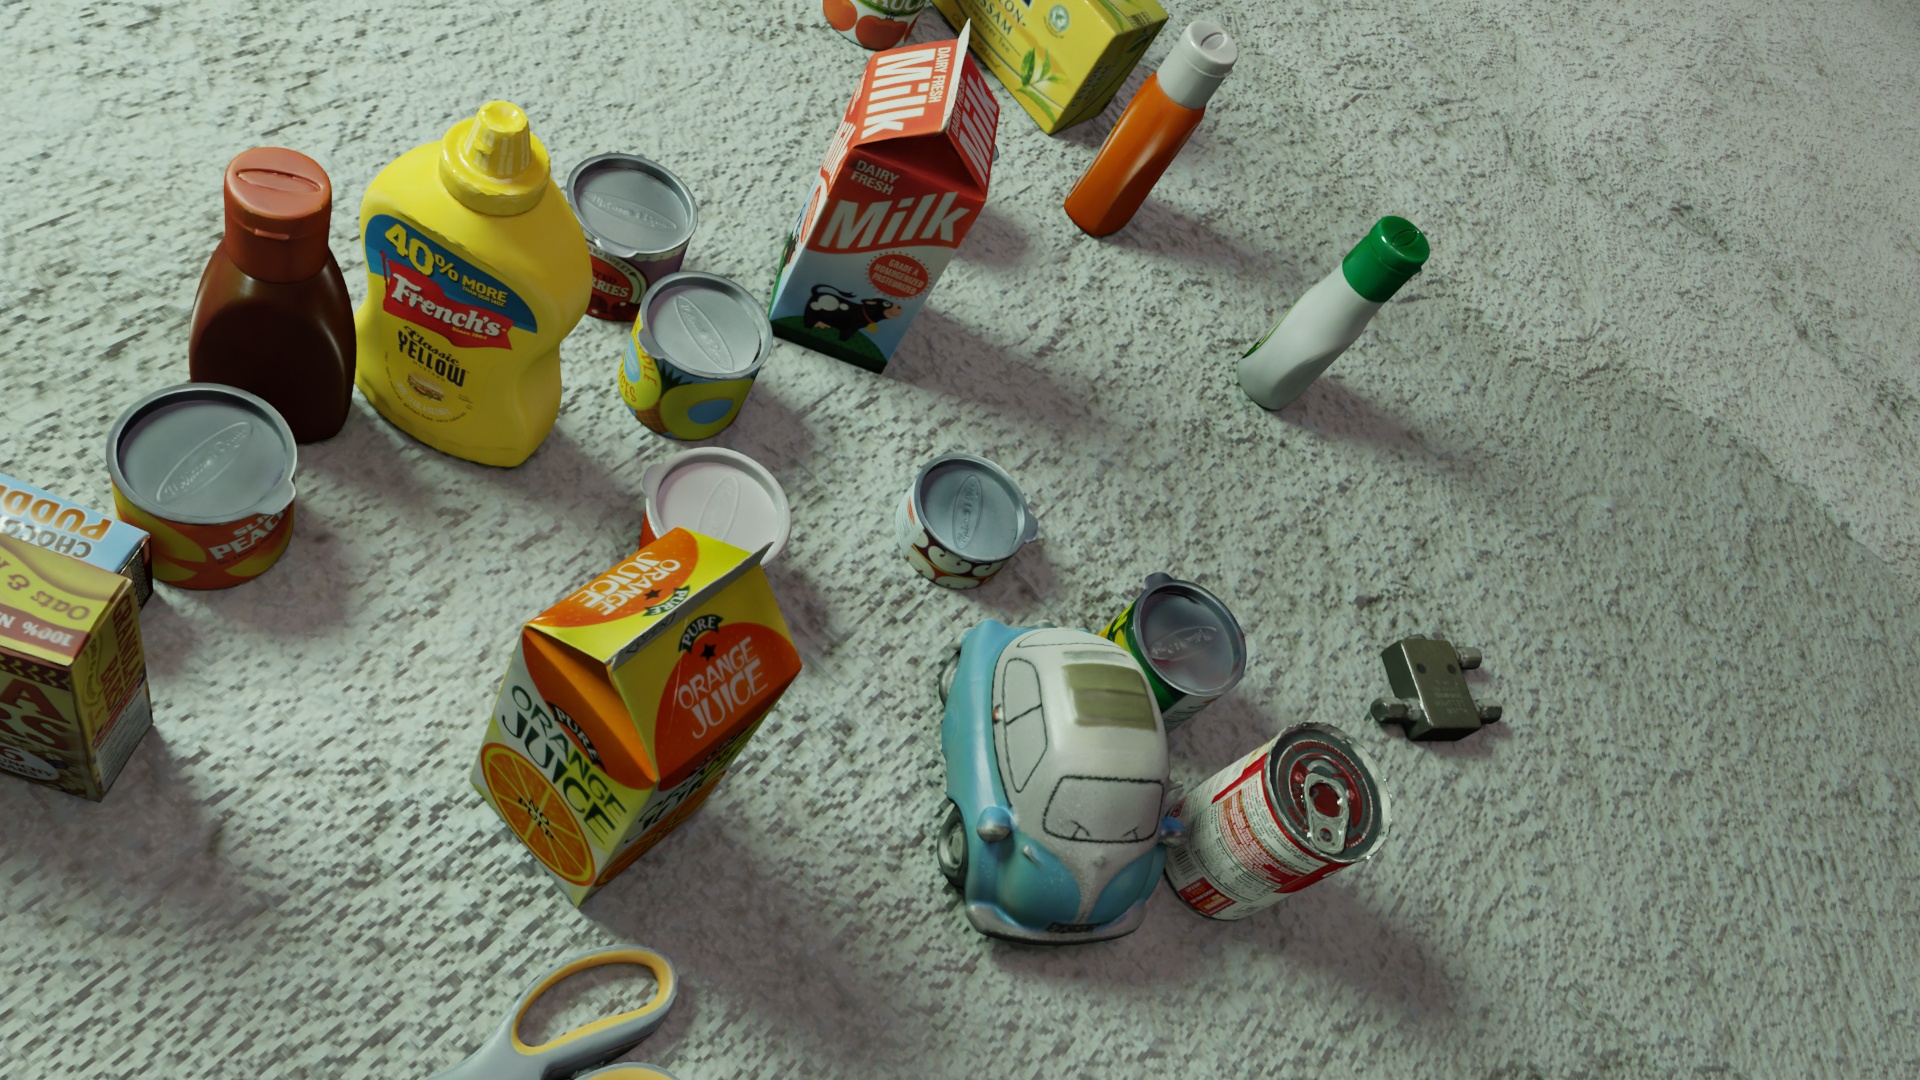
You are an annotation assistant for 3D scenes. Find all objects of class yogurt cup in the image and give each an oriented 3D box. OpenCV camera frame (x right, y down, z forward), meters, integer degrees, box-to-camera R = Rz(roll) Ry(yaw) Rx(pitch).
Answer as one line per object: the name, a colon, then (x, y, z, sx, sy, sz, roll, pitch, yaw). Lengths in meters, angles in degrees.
yogurt cup: (-0.119, -0.002, 0.654, 0.072, 0.053, 0.073, 13, 55, -20)

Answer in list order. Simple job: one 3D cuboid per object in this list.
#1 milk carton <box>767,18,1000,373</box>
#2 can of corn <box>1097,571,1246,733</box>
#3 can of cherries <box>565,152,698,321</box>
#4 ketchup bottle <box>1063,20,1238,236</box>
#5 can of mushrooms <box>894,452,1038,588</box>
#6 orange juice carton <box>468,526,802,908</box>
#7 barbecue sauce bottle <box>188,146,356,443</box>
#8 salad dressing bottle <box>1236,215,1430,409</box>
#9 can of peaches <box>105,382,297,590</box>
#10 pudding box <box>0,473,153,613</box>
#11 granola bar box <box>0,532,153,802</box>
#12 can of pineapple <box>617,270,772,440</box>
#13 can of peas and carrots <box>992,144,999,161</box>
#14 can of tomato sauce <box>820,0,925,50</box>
milk carton: (-0.036, -0.177, 0.720, 0.073, 0.189, 0.073, 18, 54, -16)
can of corn: (0.104, 0.060, 0.725, 0.071, 0.058, 0.071, 13, 55, -20)
can of cherries: (-0.177, -0.155, 0.719, 0.071, 0.058, 0.072, 13, 55, -20)
ketchup bottle: (0.122, -0.260, 0.880, 0.043, 0.148, 0.065, 43, 51, 3)
can of mushrooms: (0.003, -0.009, 0.733, 0.071, 0.033, 0.071, 13, 55, -20)
orange juice carton: (-0.122, 0.063, 0.522, 0.073, 0.191, 0.072, 47, 51, 7)
barbecue sauce bottle: (-0.281, -0.096, 0.570, 0.065, 0.147, 0.044, 8, 57, -23)
salad dressing bottle: (0.229, -0.139, 0.859, 0.064, 0.147, 0.044, -30, 77, -37)
can of peaches: (-0.306, -0.020, 0.567, 0.071, 0.057, 0.071, 13, 55, -20)
pudding box: (-0.358, 0.003, 0.531, 0.084, 0.049, 0.030, 24, 52, -12)
granola bar box: (-0.367, 0.026, 0.464, 0.165, 0.123, 0.039, 22, 53, -13)
can of pineapple: (-0.136, -0.092, 0.700, 0.071, 0.057, 0.071, 13, 55, -20)
can of peas and carrots: (-0.020, -0.221, 0.841, 0.071, 0.058, 0.071, 13, 55, -20)
can of tomato sauce: (-0.048, -0.373, 0.908, 0.071, 0.082, 0.071, 13, 55, -20)
